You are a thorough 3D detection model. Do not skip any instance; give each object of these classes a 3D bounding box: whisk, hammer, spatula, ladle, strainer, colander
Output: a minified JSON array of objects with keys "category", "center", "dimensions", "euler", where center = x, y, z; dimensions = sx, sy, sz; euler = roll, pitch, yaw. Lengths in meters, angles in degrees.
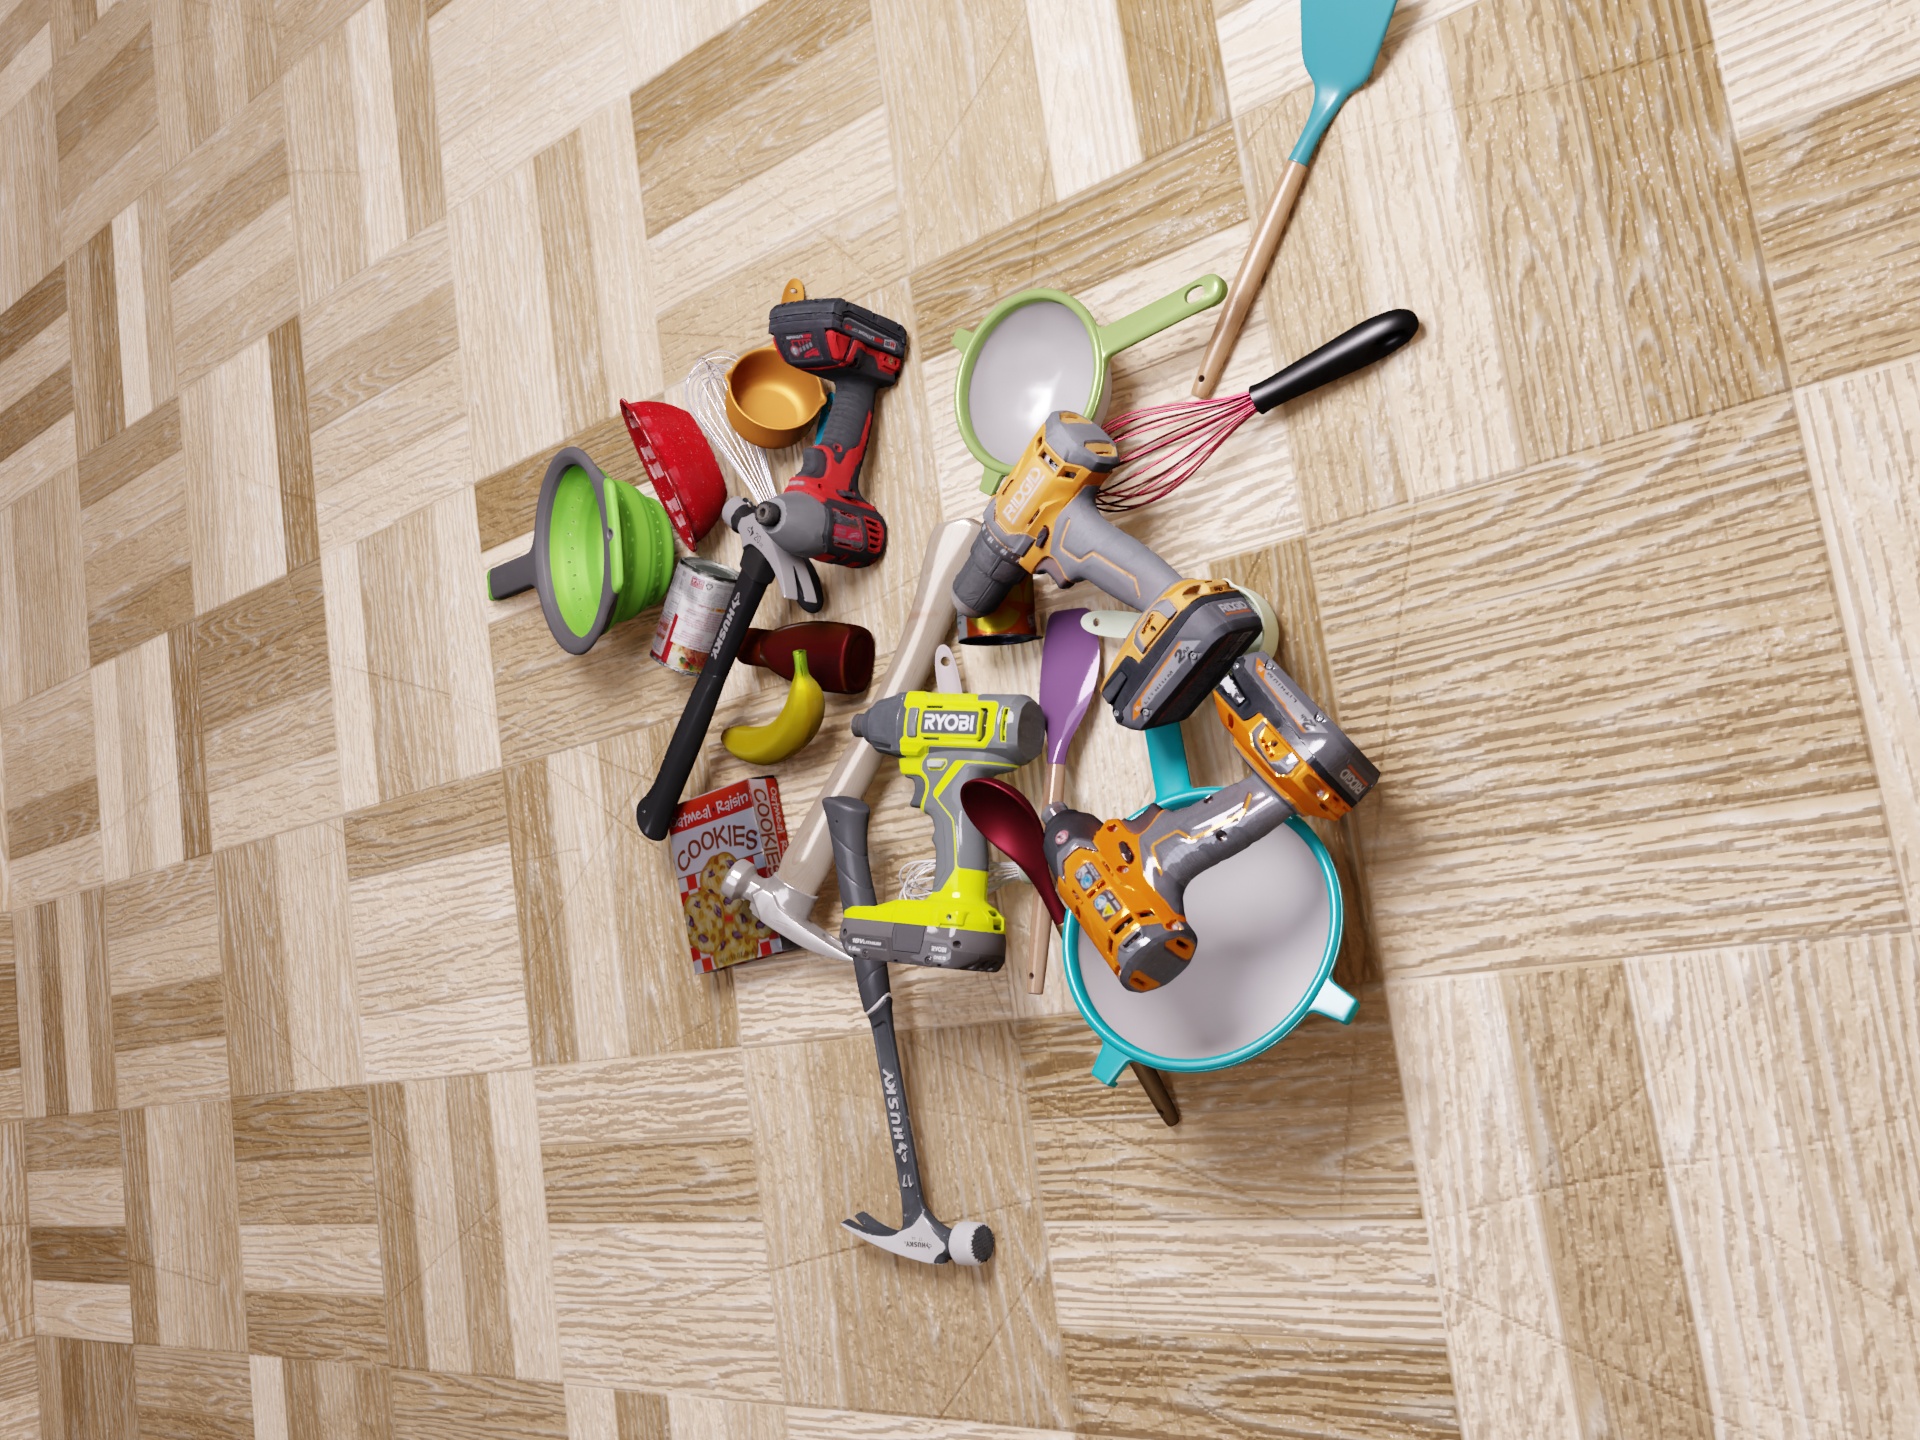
[{"category":"whisk","center":[-0.190,-0.228,1.509],"dimensions":[0.070,0.070,0.285],"euler":[-33,74,33]},{"category":"hammer","center":[-0.071,0.266,1.381],"dimensions":[0.149,0.036,0.409],"euler":[-11,88,38]},{"category":"spatula","center":[0.234,-0.393,1.185],"dimensions":[0.082,0.044,0.317],"euler":[31,109,31]},{"category":"whisk","center":[0.048,0.124,1.319],"dimensions":[0.246,0.059,0.057],"euler":[-13,117,33]},{"category":"whisk","center":[0.205,-0.232,1.195],"dimensions":[0.296,0.073,0.073],"euler":[-24,74,30]},{"category":"spatula","center":[0.077,0.061,1.279],"dimensions":[0.060,0.018,0.316],"euler":[-3,75,41]},{"category":"ladle","center":[0.091,0.176,1.221],"dimensions":[0.069,0.031,0.315],"euler":[-21,100,53]},{"category":"hammer","center":[-0.066,0.015,1.401],"dimensions":[0.146,0.038,0.410],"euler":[30,103,12]},{"category":"hammer","center":[-0.231,-0.030,1.482],"dimensions":[0.146,0.035,0.334],"euler":[46,118,42]},{"category":"strainer","center":[0.181,0.108,1.193],"dimensions":[0.211,0.095,0.341],"euler":[-21,54,22]},{"category":"colander","center":[-0.394,-0.164,1.658],"dimensions":[0.397,0.094,0.204],"euler":[-6,88,56]},{"category":"strainer","center":[0.111,-0.284,1.262],"dimensions":[0.256,0.069,0.151],"euler":[-20,73,36]}]

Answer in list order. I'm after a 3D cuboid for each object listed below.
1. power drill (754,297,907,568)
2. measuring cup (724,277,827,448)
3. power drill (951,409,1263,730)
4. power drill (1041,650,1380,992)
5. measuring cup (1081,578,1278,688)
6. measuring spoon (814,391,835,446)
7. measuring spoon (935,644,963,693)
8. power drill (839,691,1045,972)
[{"category":"power drill","center":[-0.119,-0.250,1.398],"dimensions":[0.078,0.143,0.220],"euler":[5,89,36]},{"category":"measuring cup","center":[-0.171,-0.333,1.495],"dimensions":[0.052,0.095,0.174],"euler":[123,156,-62]},{"category":"power drill","center":[0.096,-0.094,1.201],"dimensions":[0.226,0.084,0.185],"euler":[51,125,21]},{"category":"power drill","center":[0.161,0.061,1.120],"dimensions":[0.226,0.084,0.164],"euler":[-44,48,9]},{"category":"measuring cup","center":[0.170,-0.070,1.231],"dimensions":[0.168,0.038,0.083],"euler":[9,94,40]},{"category":"measuring spoon","center":[-0.123,-0.242,1.484],"dimensions":[0.042,0.021,0.129],"euler":[0,80,45]},{"category":"measuring spoon","center":[-0.002,-0.004,1.365],"dimensions":[0.034,0.018,0.124],"euler":[-10,91,16]},{"category":"power drill","center":[-0.025,0.088,1.301],"dimensions":[0.171,0.080,0.223],"euler":[1,80,31]}]
